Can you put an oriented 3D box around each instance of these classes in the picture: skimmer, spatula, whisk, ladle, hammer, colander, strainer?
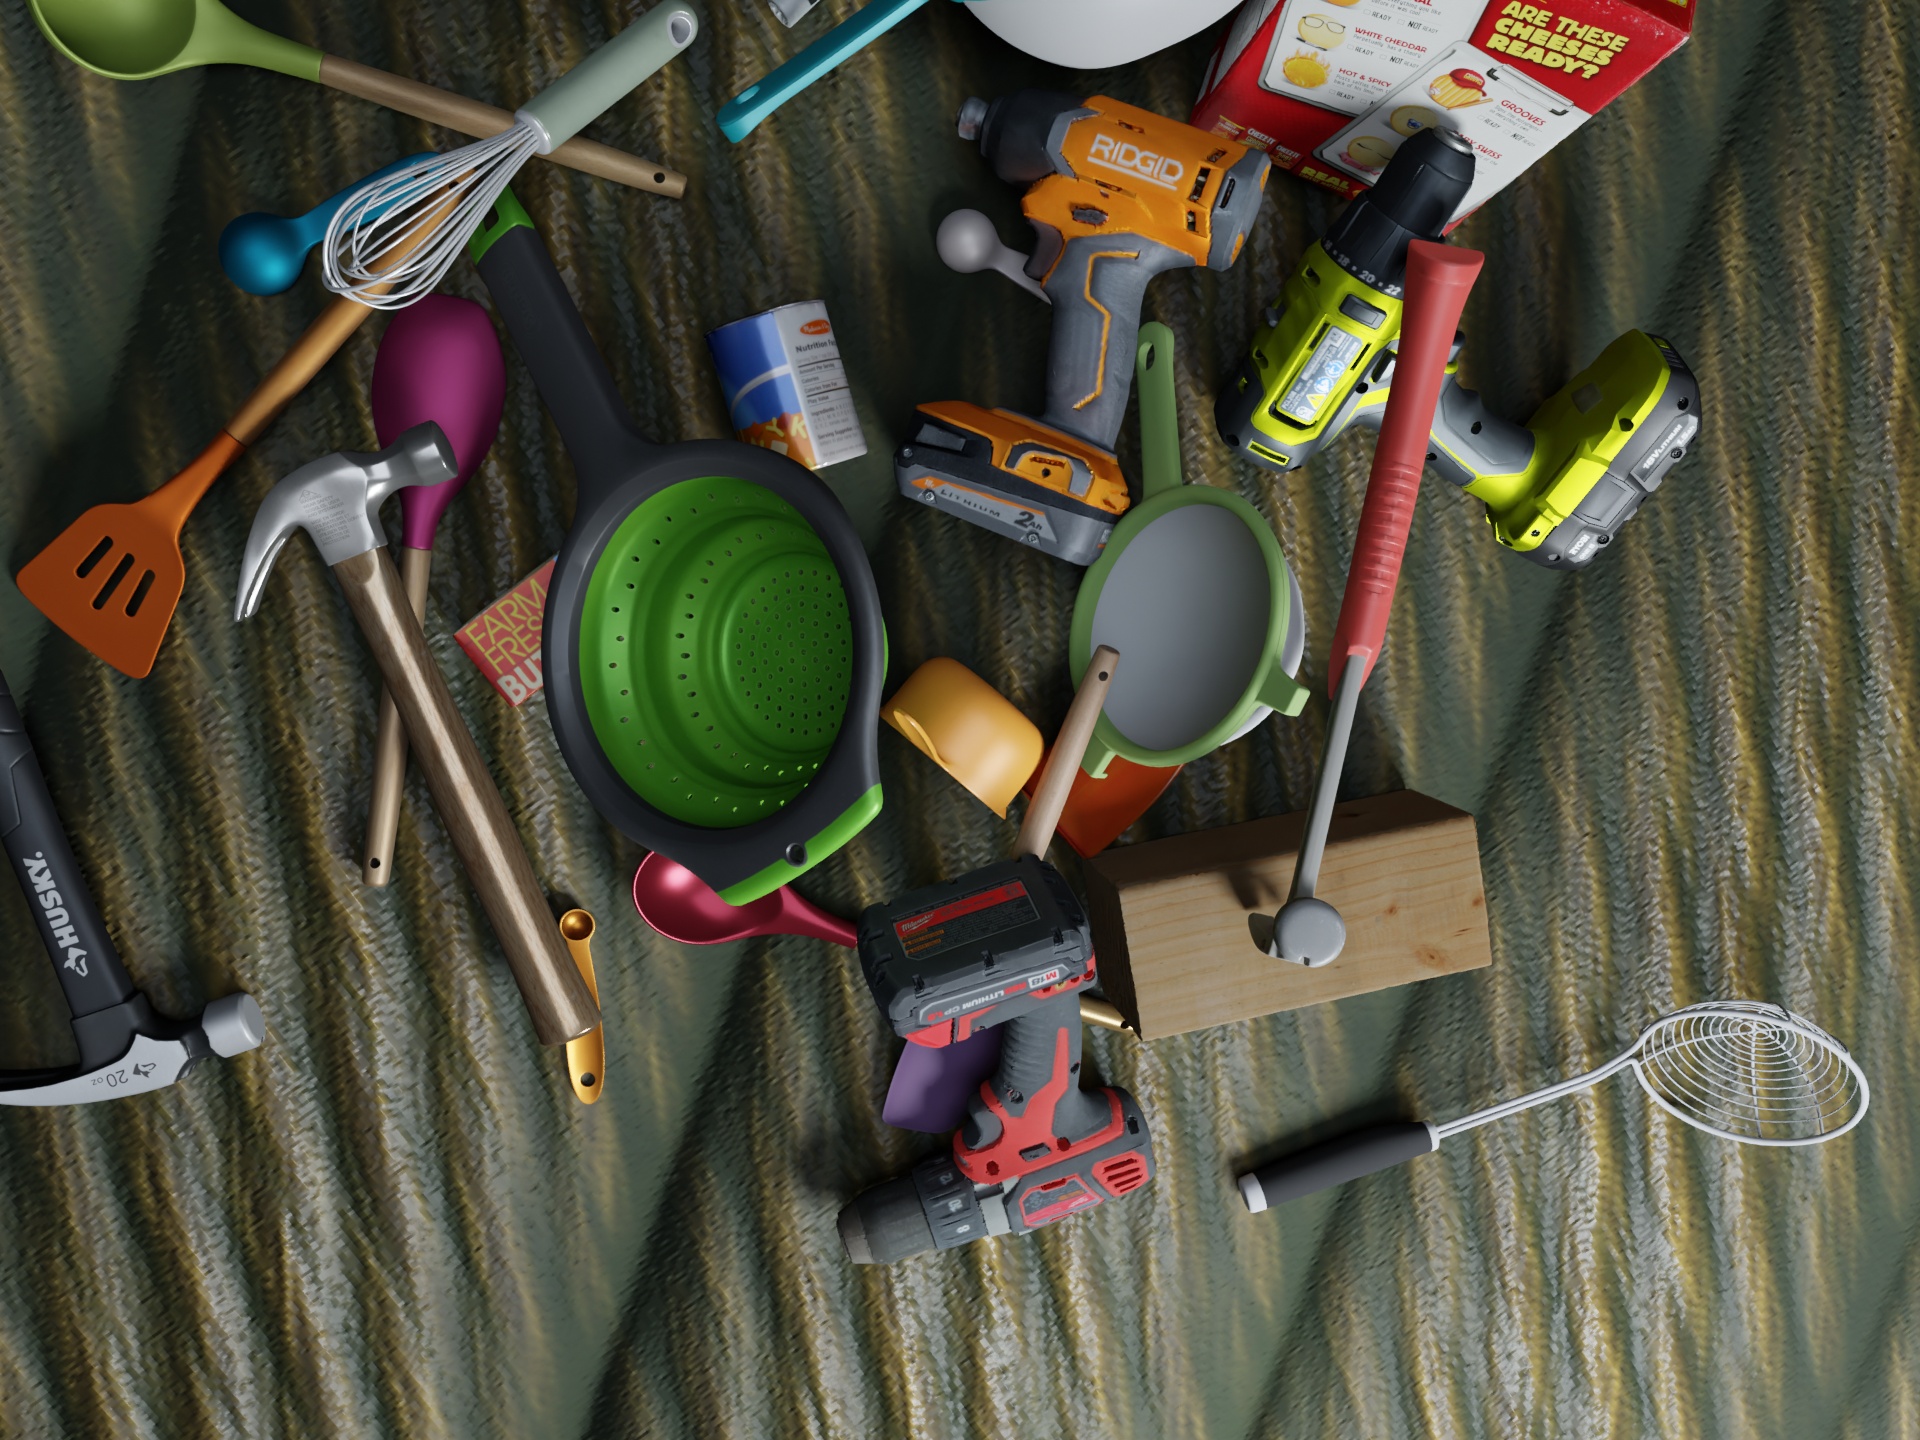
[{"bbox_3d":[0.353,0.254,0.958,0.363,0.090,0.127,-17,131,-4],"label":"skimmer"},{"bbox_3d":[-0.359,-0.165,0.826,0.081,0.041,0.322,41,86,-11],"label":"spatula"},{"bbox_3d":[-0.218,-0.287,0.789,0.246,0.059,0.057,-48,140,-22],"label":"whisk"},{"bbox_3d":[0.028,0.102,0.888,0.059,0.018,0.315,14,110,-17],"label":"spatula"},{"bbox_3d":[-0.035,0.131,0.914,0.315,0.031,0.069,20,103,-13],"label":"ladle"},{"bbox_3d":[-0.271,0.021,0.836,0.130,0.031,0.331,-21,101,-1],"label":"hammer"},{"bbox_3d":[-0.141,-0.104,0.816,0.204,0.094,0.397,-34,76,26],"label":"colander"},{"bbox_3d":[0.130,-0.096,0.868,0.069,0.151,0.256,13,66,-38],"label":"strainer"},{"bbox_3d":[-0.495,0.043,0.825,0.146,0.035,0.334,-19,100,-7],"label":"hammer"},{"bbox_3d":[0.037,-0.368,0.812,0.340,0.211,0.095,-28,132,15],"label":"strainer"},{"bbox_3d":[-0.295,-0.321,0.798,0.320,0.062,0.078,15,97,-13],"label":"ladle"},{"bbox_3d":[0.200,-0.058,0.788,0.037,0.149,0.359,13,89,6],"label":"hammer"}]

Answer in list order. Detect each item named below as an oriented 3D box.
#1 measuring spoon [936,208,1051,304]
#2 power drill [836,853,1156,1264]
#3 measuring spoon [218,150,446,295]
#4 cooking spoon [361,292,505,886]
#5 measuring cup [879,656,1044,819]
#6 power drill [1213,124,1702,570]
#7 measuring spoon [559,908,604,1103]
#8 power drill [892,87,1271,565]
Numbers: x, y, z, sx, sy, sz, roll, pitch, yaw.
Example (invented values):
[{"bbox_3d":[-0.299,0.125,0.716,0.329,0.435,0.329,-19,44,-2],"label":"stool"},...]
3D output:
[{"bbox_3d":[0.045,-0.246,0.879,0.124,0.018,0.034,24,93,-11],"label":"measuring spoon"},{"bbox_3d":[0.004,0.202,0.878,0.188,0.080,0.226,-18,122,-7],"label":"power drill"},{"bbox_3d":[-0.322,-0.259,0.812,0.128,0.021,0.042,-27,99,2],"label":"measuring spoon"},{"bbox_3d":[-0.294,-0.067,0.850,0.068,0.017,0.319,8,96,-8],"label":"cooking spoon"},{"bbox_3d":[-0.001,-0.003,0.830,0.095,0.173,0.052,40,86,12],"label":"measuring cup"},{"bbox_3d":[0.277,-0.193,0.862,0.228,0.080,0.190,22,125,-13],"label":"power drill"},{"bbox_3d":[-0.213,0.161,0.899,0.021,0.011,0.117,-3,102,-9],"label":"measuring spoon"},{"bbox_3d":[0.045,-0.212,0.834,0.164,0.084,0.226,23,100,8],"label":"power drill"}]
